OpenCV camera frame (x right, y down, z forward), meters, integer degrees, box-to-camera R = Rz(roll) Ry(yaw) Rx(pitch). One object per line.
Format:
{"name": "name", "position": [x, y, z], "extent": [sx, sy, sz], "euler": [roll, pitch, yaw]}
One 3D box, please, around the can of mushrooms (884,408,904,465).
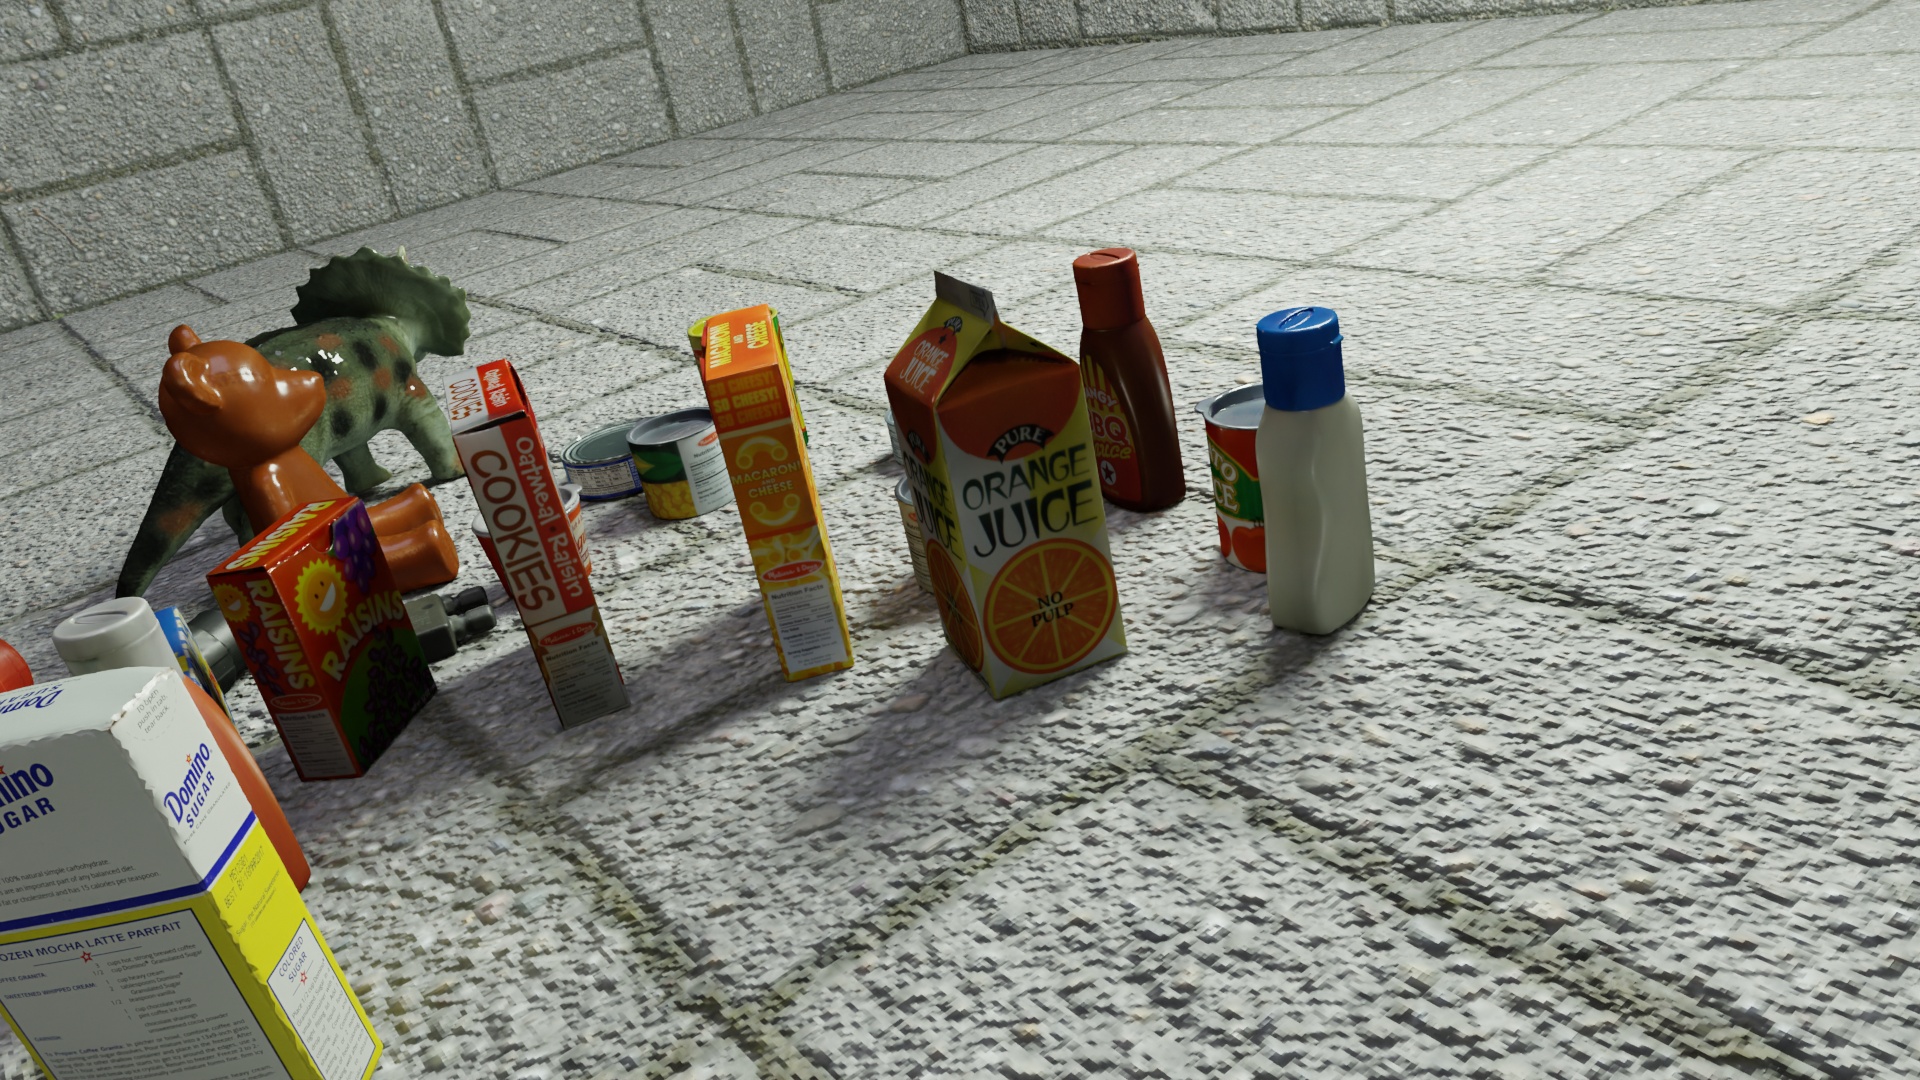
{"name": "can of mushrooms", "position": [-0.016, -0.079, 0.965], "extent": [0.071, 0.033, 0.071], "euler": [-10, 24, 5]}

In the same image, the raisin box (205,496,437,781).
{"name": "raisin box", "position": [-0.328, 0.050, 0.723], "extent": [0.040, 0.123, 0.086], "euler": [-6, 25, 13]}

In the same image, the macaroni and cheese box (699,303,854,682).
{"name": "macaroni and cheese box", "position": [-0.097, -0.028, 0.733], "extent": [0.040, 0.165, 0.124], "euler": [-14, 24, -4]}

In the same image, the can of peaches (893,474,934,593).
{"name": "can of peaches", "position": [0.003, -0.010, 0.778], "extent": [0.071, 0.057, 0.071], "euler": [-10, 24, 5]}

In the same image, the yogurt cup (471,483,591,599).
{"name": "yogurt cup", "position": [-0.268, 0.003, 0.881], "extent": [0.072, 0.053, 0.073], "euler": [-10, 24, 5]}

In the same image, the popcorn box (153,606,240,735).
{"name": "popcorn box", "position": [-0.395, 0.094, 0.706], "extent": [0.038, 0.085, 0.127], "euler": [-24, 27, -25]}

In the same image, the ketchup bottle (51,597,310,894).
{"name": "ketchup bottle", "position": [-0.337, 0.096, 0.597], "extent": [0.065, 0.148, 0.044], "euler": [-5, 25, 15]}

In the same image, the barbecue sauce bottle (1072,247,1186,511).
{"name": "barbecue sauce bottle", "position": [0.095, -0.094, 0.808], "extent": [0.044, 0.148, 0.065], "euler": [-22, 26, -21]}

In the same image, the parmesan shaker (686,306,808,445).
{"name": "parmesan shaker", "position": [-0.156, -0.113, 1.019], "extent": [0.071, 0.102, 0.071], "euler": [-10, 24, 5]}

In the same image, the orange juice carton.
{"name": "orange juice carton", "position": [0.018, -0.031, 0.654], "extent": [0.073, 0.191, 0.072], "euler": [-19, 25, -15]}

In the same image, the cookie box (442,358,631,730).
{"name": "cookie box", "position": [-0.225, -0.002, 0.735], "extent": [0.040, 0.166, 0.123], "euler": [-19, 25, -16]}

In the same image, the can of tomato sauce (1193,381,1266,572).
{"name": "can of tomato sauce", "position": [0.162, -0.034, 0.726], "extent": [0.071, 0.082, 0.071], "euler": [-10, 24, 5]}

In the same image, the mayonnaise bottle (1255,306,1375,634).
{"name": "mayonnaise bottle", "position": [0.163, -0.033, 0.646], "extent": [0.041, 0.147, 0.065], "euler": [9, 32, 39]}

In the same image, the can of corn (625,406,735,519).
{"name": "can of corn", "position": [-0.193, -0.054, 0.964], "extent": [0.071, 0.058, 0.071], "euler": [-10, 24, 5]}
